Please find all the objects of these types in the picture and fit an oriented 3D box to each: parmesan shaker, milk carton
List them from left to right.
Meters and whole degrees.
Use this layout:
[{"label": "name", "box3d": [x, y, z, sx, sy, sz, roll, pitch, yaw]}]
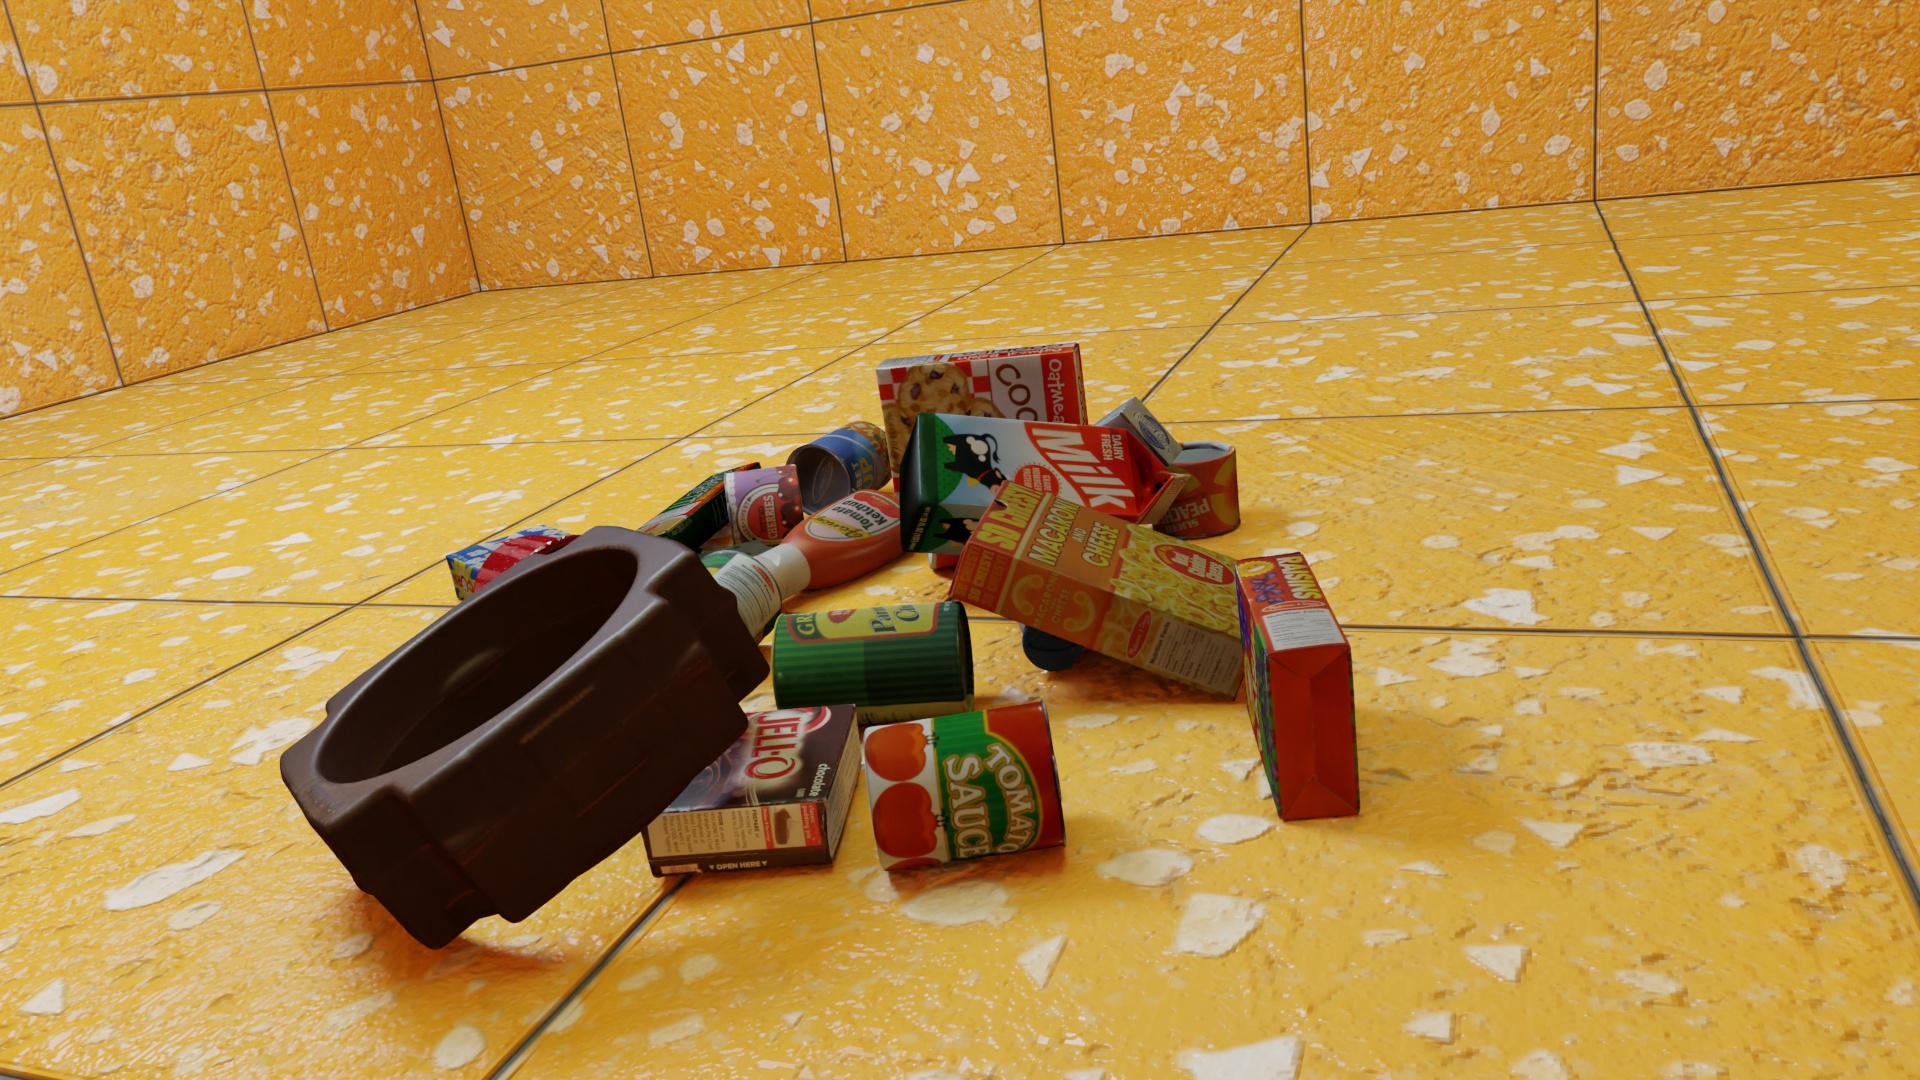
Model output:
[{"label": "parmesan shaker", "box3d": [-0.047, 0.070, 0.777, 0.103, 0.071, 0.071, -5, 18, 6]}, {"label": "milk carton", "box3d": [0.058, -0.034, 0.961, 0.191, 0.074, 0.072, 4, -29, -13]}]

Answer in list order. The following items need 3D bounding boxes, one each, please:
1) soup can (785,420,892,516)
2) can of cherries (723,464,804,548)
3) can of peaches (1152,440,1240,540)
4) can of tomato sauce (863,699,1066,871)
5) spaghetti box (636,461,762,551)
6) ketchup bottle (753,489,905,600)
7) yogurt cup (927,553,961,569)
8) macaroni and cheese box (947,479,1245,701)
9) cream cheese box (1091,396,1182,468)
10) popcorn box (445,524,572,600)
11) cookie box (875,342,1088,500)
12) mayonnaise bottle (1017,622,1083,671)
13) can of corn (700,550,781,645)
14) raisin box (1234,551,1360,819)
[{"label": "soup can", "box3d": [-0.100, -0.061, 1.201, 0.071, 0.071, 0.084, 2, 19, 27]}, {"label": "can of cherries", "box3d": [-0.154, -0.024, 1.105, 0.058, 0.071, 0.071, -8, 18, -6]}, {"label": "can of peaches", "box3d": [0.172, -0.038, 1.032, 0.071, 0.058, 0.071, -6, 17, 2]}, {"label": "can of tomato sauce", "box3d": [0.002, 0.111, 0.626, 0.083, 0.071, 0.071, -8, 18, 0]}, {"label": "spaghetti box", "box3d": [-0.216, -0.021, 1.142, 0.050, 0.028, 0.251, -16, 12, 12]}, {"label": "ketchup bottle", "box3d": [-0.099, 0.007, 1.018, 0.065, 0.043, 0.149, 27, 34, 26]}, {"label": "yogurt cup", "box3d": [0.004, -0.013, 1.015, 0.054, 0.072, 0.072, 0, 17, -5]}, {"label": "macaroni and cheese box", "box3d": [0.088, 0.023, 0.805, 0.166, 0.040, 0.124, 20, 21, 5]}, {"label": "cream cheese box", "box3d": [0.111, -0.062, 1.014, 0.024, 0.053, 0.103, -46, 8, -32]}, {"label": "popcorn box", "box3d": [-0.327, 0.026, 1.065, 0.085, 0.038, 0.127, -23, 24, -36]}, {"label": "cookie box", "box3d": [0.022, -0.097, 1.165, 0.167, 0.122, 0.040, -4, 19, 11]}, {"label": "mayonnaise bottle", "box3d": [0.064, 0.036, 0.872, 0.065, 0.041, 0.148, -2, 18, 9]}, {"label": "can of corn", "box3d": [-0.157, 0.049, 0.887, 0.071, 0.071, 0.058, -3, 18, 14]}, {"label": "raisin box", "box3d": [0.161, 0.066, 0.672, 0.040, 0.085, 0.124, -7, 18, 6]}]
